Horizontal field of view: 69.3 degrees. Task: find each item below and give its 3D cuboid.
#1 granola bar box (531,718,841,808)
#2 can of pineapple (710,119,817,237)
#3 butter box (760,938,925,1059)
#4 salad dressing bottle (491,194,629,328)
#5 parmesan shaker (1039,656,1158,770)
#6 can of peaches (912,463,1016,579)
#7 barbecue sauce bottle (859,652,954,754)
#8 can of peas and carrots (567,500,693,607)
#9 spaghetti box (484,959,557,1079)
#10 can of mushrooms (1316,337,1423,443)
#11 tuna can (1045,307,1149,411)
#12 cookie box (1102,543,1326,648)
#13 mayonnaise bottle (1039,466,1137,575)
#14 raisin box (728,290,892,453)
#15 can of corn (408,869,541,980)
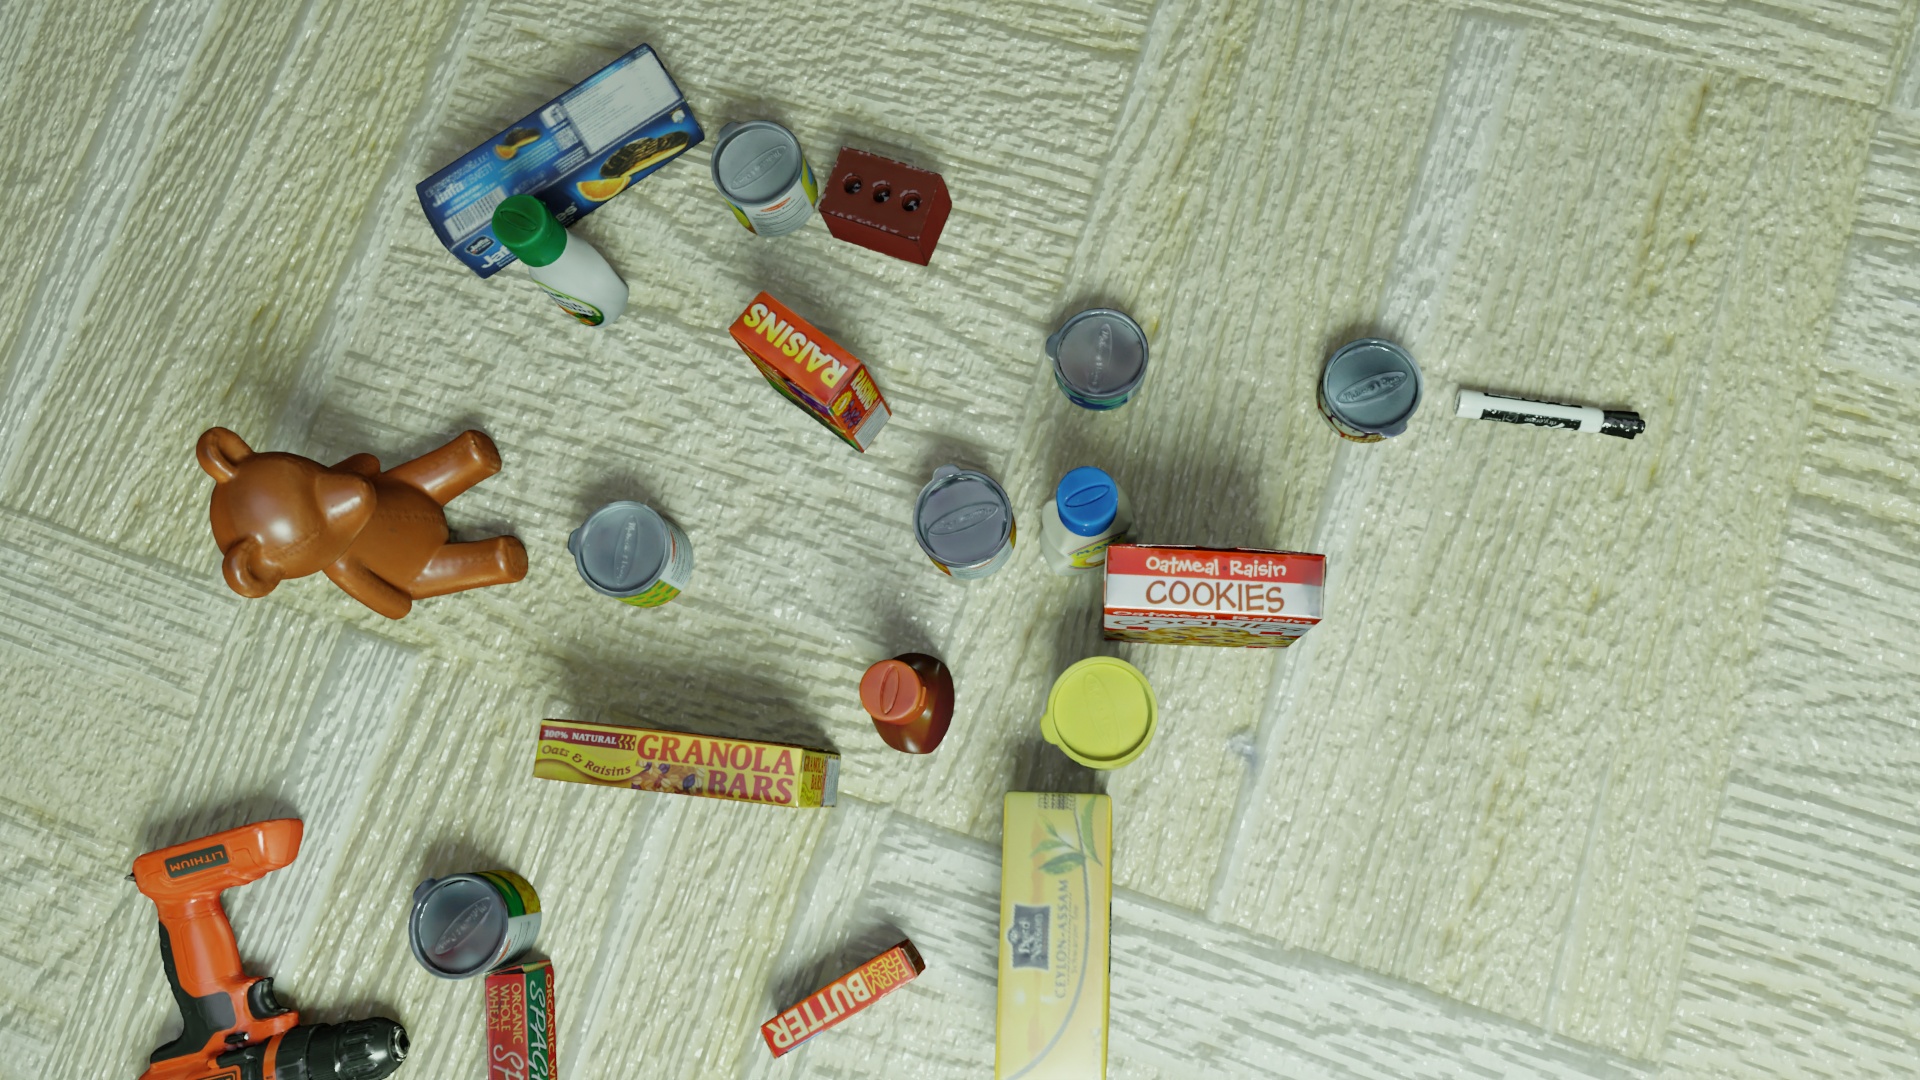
[{"bbox_3d":[-0.169,0.143,0.886,0.165,0.124,0.039,5,80,7],"label":"granola bar box"},{"bbox_3d":[-0.140,-0.260,0.998,0.071,0.058,0.071,-1,79,5],"label":"can of pineapple"},{"bbox_3d":[-0.073,0.290,0.883,0.103,0.053,0.024,-30,78,-1],"label":"butter box"},{"bbox_3d":[-0.273,-0.190,0.951,0.064,0.147,0.044,26,83,10],"label":"salad dressing bottle"},{"bbox_3d":[0.087,0.112,0.878,0.071,0.103,0.071,-1,79,5],"label":"parmesan shaker"},{"bbox_3d":[0.003,-0.012,0.934,0.071,0.058,0.071,-1,79,5],"label":"can of peaches"},{"bbox_3d":[-0.033,0.099,0.869,0.044,0.148,0.065,10,80,7],"label":"barbecue sauce bottle"},{"bbox_3d":[-0.225,0.010,0.951,0.071,0.058,0.071,-1,79,5],"label":"can of peas and carrots"},{"bbox_3d":[-0.275,0.397,0.883,0.029,0.050,0.250,-7,78,4],"label":"spaghetti box"},{"bbox_3d":[0.276,-0.098,0.938,0.071,0.033,0.071,-1,79,5],"label":"can of mushrooms"},{"bbox_3d":[0.094,-0.125,0.961,0.071,0.033,0.071,-1,79,5],"label":"tuna can"},{"bbox_3d":[0.150,0.036,0.854,0.123,0.167,0.040,2,80,6],"label":"cookie box"},{"bbox_3d":[0.081,-0.012,0.881,0.065,0.148,0.041,-22,78,1],"label":"mayonnaise bottle"},{"bbox_3d":[-0.098,-0.110,0.930,0.086,0.123,0.040,38,85,11],"label":"raisin box"},{"bbox_3d":[-0.319,0.249,0.912,0.071,0.058,0.071,-1,79,5],"label":"can of corn"}]
